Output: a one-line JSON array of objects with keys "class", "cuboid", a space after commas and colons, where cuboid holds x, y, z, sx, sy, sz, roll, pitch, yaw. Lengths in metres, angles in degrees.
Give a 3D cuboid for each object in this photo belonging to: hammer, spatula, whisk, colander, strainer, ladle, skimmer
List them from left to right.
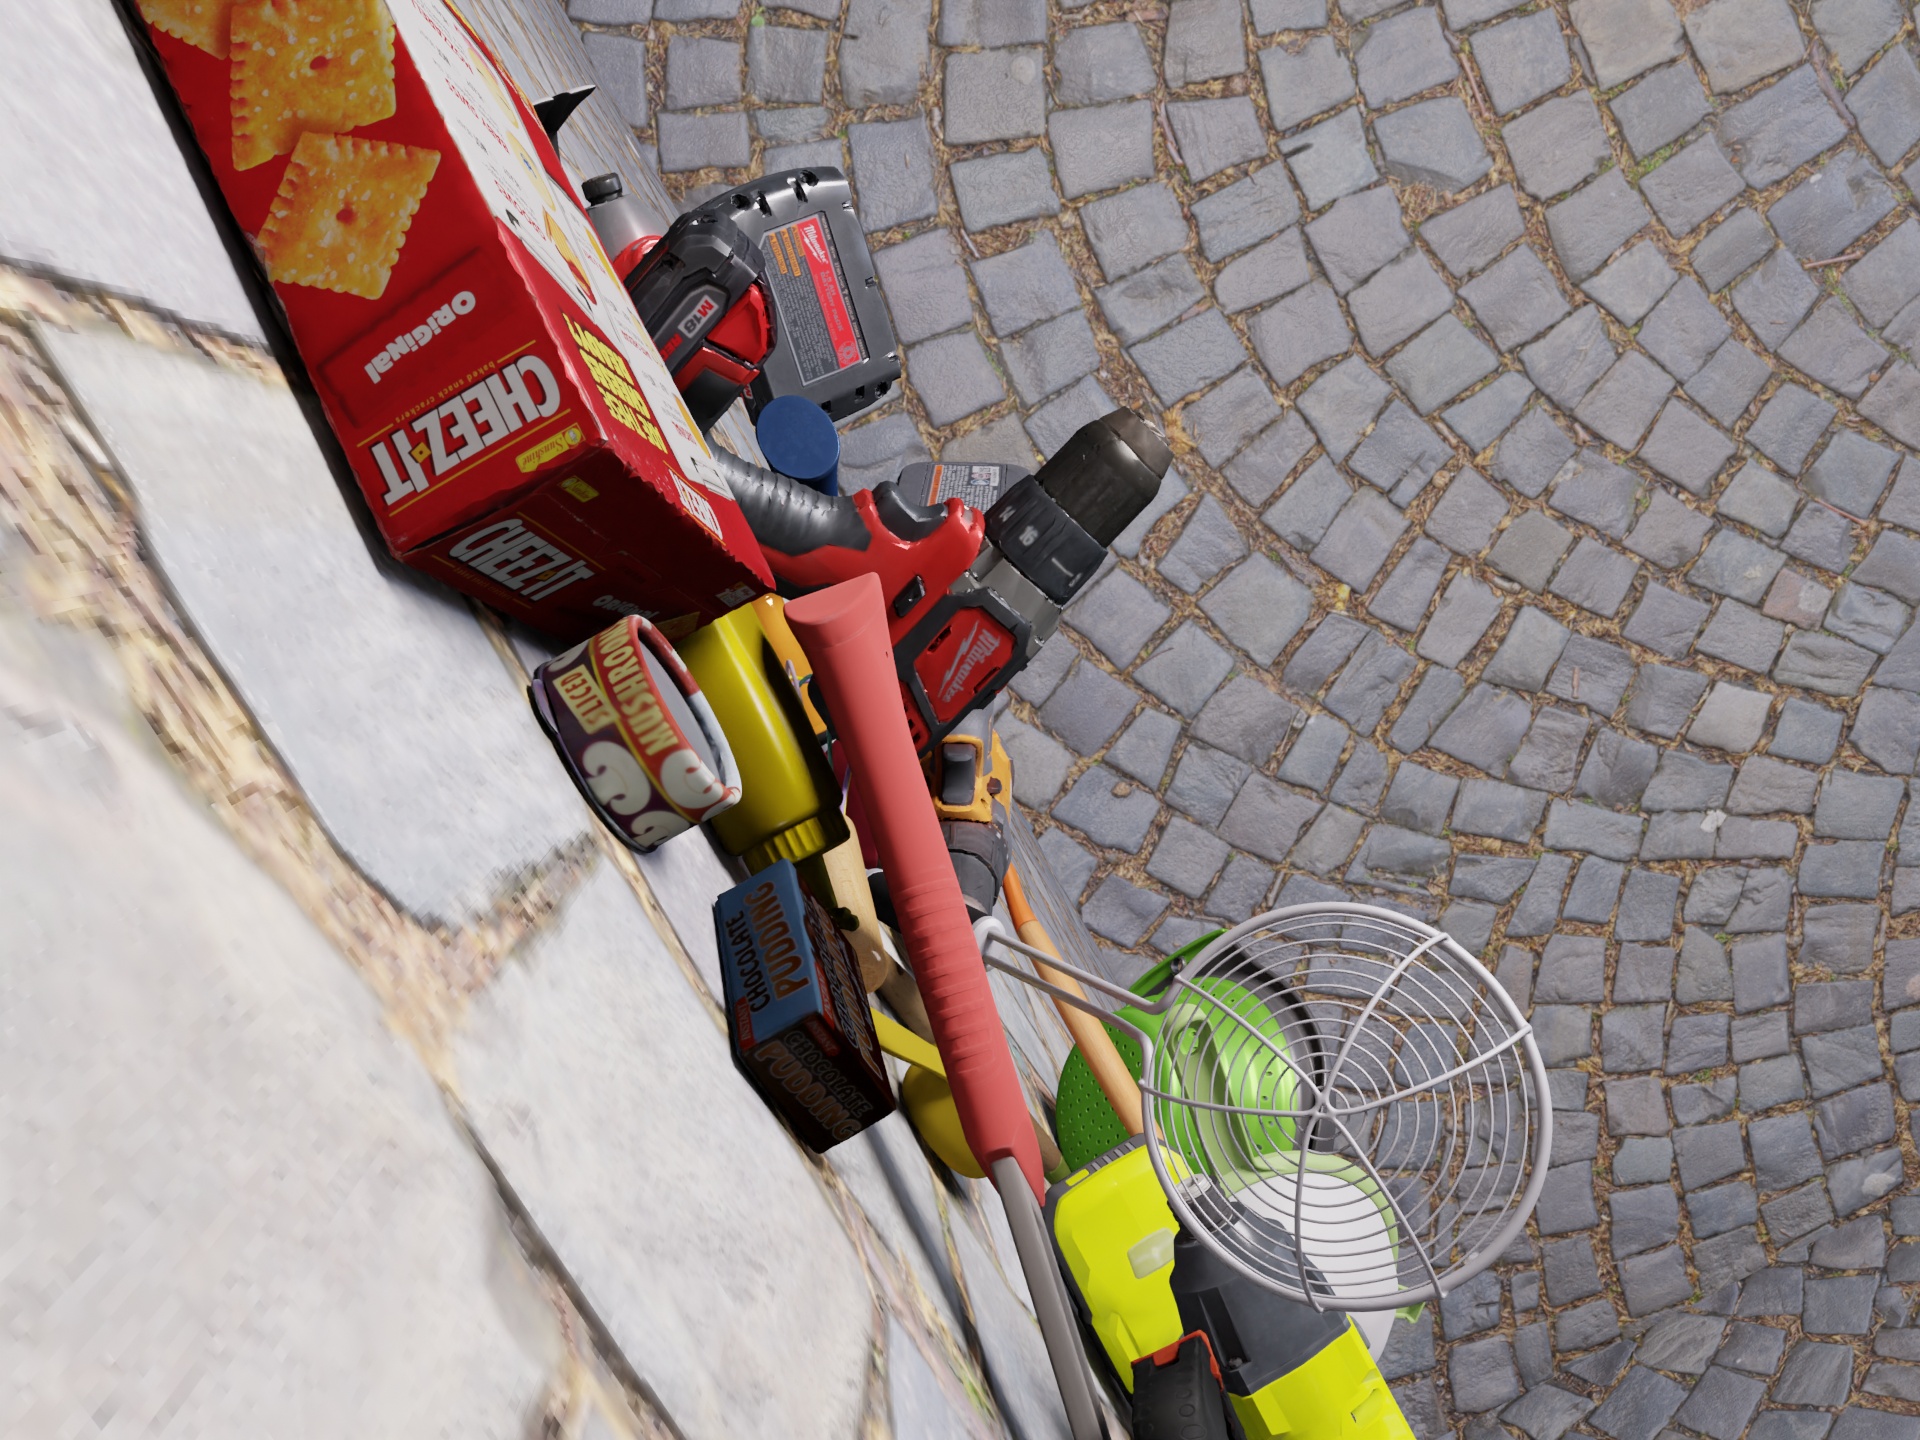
[{"class": "hammer", "cuboid": [-0.139, -0.139, 0.793, 0.337, 0.034, 0.127, 64, -25, -6]}, {"class": "whisk", "cuboid": [-0.062, 0.037, 0.677, 0.047, 0.051, 0.245, 35, 16, -26]}, {"class": "hammer", "cuboid": [-0.071, -0.065, 0.882, 0.144, 0.035, 0.405, 63, -8, 13]}, {"class": "ladle", "cuboid": [-0.044, 0.059, 0.910, 0.315, 0.031, 0.069, 56, 19, -80]}, {"class": "hammer", "cuboid": [0.009, 0.121, 0.552, 0.149, 0.036, 0.359, 44, 28, -78]}, {"class": "spatula", "cuboid": [0.042, 0.144, 0.923, 0.323, 0.041, 0.080, 59, 1, 40]}, {"class": "ladle", "cuboid": [0.044, 0.202, 0.789, 0.319, 0.062, 0.078, 55, 18, -38]}, {"class": "skimmer", "cuboid": [0.061, 0.109, 0.623, 0.090, 0.127, 0.363, 21, -4, -26]}, {"class": "colander", "cuboid": [0.135, 0.307, 0.937, 0.094, 0.204, 0.398, 18, 47, -32]}, {"class": "strainer", "cuboid": [0.154, 0.256, 0.790, 0.256, 0.151, 0.069, 70, -10, -23]}]

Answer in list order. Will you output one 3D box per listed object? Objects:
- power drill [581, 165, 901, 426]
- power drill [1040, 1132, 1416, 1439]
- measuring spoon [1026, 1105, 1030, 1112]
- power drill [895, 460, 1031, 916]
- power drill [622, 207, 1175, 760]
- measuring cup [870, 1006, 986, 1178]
[{"class": "power drill", "cuboid": [-0.131, -0.219, 0.823, 0.220, 0.078, 0.143, 17, -50, 54]}, {"class": "power drill", "cuboid": [0.107, 0.248, 0.649, 0.171, 0.080, 0.223, 62, -12, 0]}, {"class": "measuring spoon", "cuboid": [0.025, 0.205, 0.891, 0.021, 0.011, 0.117, 58, 1, -41]}, {"class": "power drill", "cuboid": [-0.001, -0.003, 0.837, 0.185, 0.084, 0.226, -83, 175, -62]}, {"class": "power drill", "cuboid": [-0.040, -0.104, 0.645, 0.226, 0.188, 0.080, 40, 12, -23]}, {"class": "measuring cup", "cuboid": [-0.026, 0.135, 0.609, 0.156, 0.029, 0.062, 41, 12, -44]}]
